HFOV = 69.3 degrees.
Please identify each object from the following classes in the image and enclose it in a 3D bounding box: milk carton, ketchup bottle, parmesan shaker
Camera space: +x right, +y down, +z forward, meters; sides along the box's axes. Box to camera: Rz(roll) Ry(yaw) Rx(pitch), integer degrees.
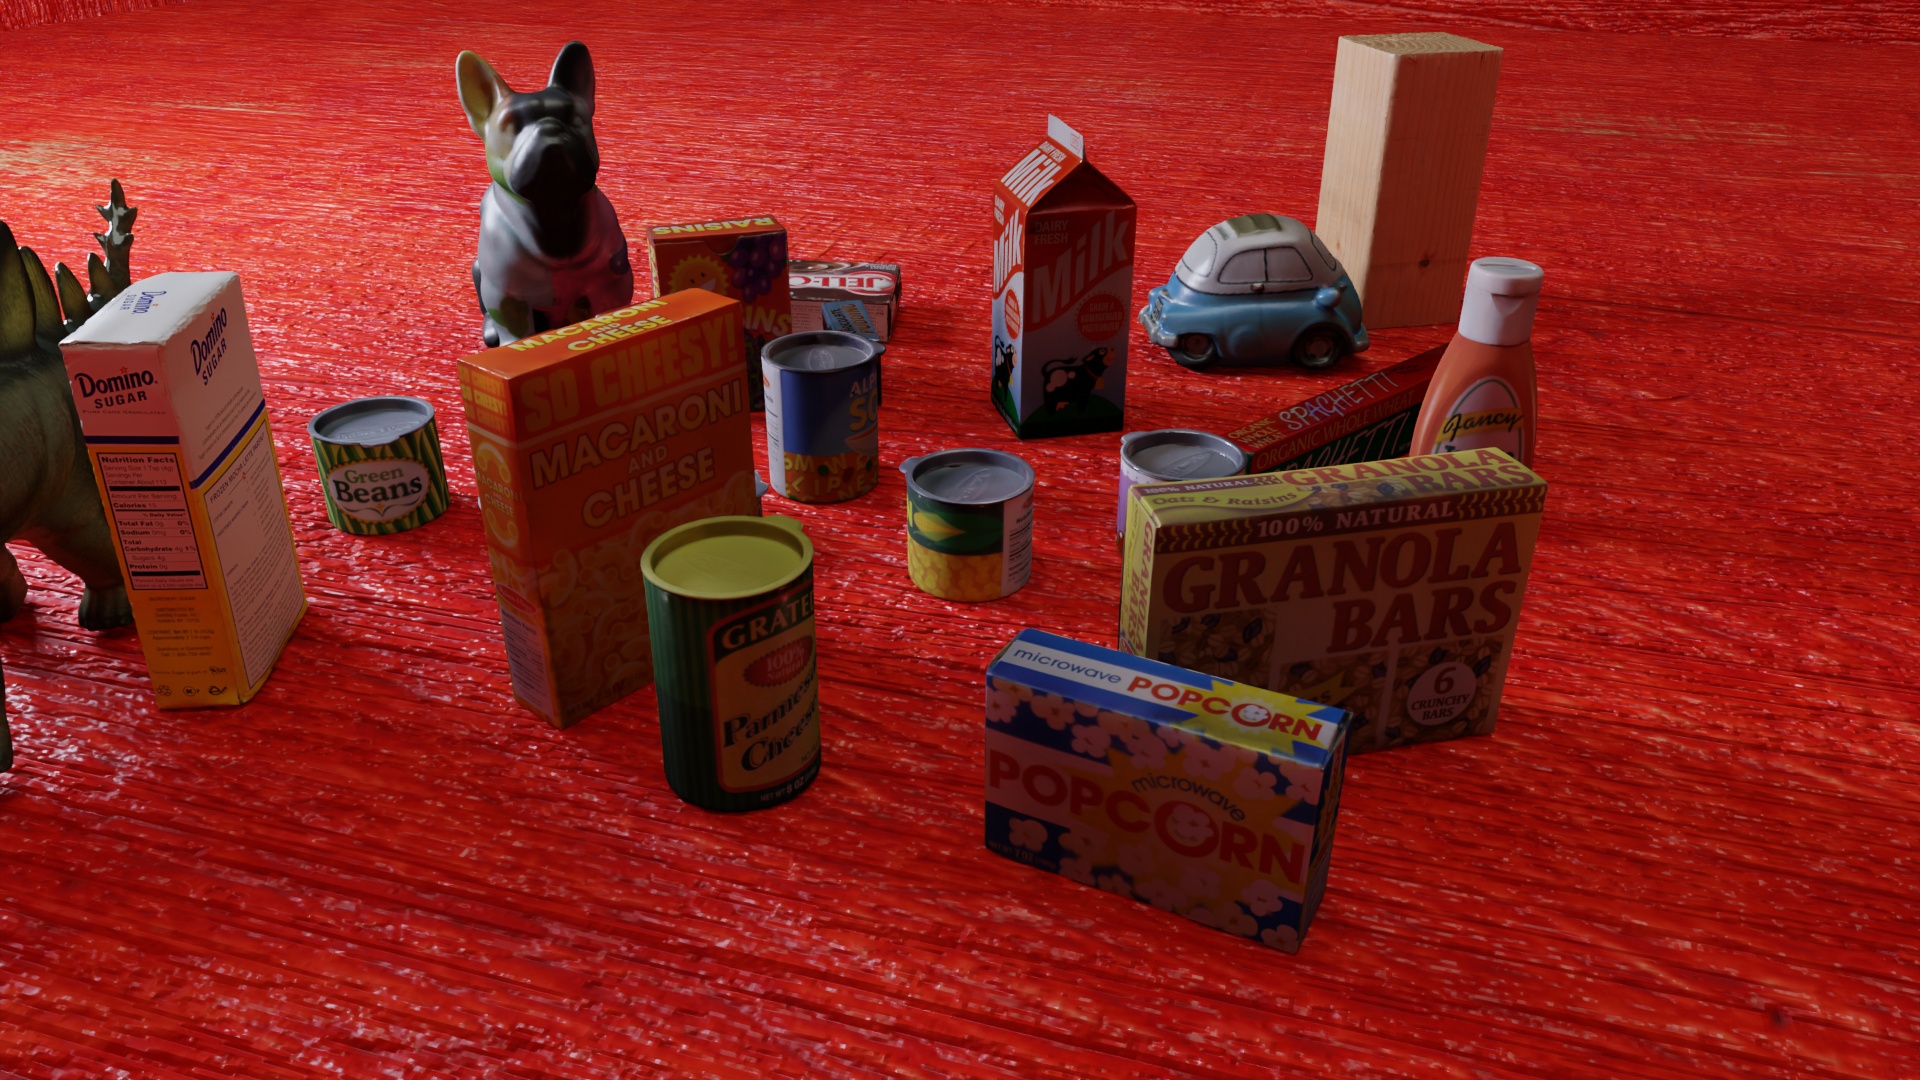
[{"bbox_3d":[0.063,-0.165,0.874,0.073,0.189,0.072,-7,29,-13],"label":"milk carton"},{"bbox_3d":[0.283,-0.078,0.756,0.065,0.148,0.044,4,28,8],"label":"ketchup bottle"},{"bbox_3d":[-0.089,0.049,0.564,0.071,0.102,0.071,0,28,0],"label":"parmesan shaker"}]

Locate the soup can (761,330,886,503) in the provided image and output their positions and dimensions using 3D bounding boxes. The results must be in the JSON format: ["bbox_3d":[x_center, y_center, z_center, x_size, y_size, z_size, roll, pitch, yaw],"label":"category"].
[{"bbox_3d":[-0.078,-0.073,0.812,0.071,0.083,0.072,0,28,0],"label":"soup can"}]

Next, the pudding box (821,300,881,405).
[{"bbox_3d":[-0.075,-0.129,0.953,0.030,0.049,0.084,-6,29,-11],"label":"pudding box"}]

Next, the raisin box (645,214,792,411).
[{"bbox_3d":[-0.155,-0.144,0.904,0.086,0.122,0.040,-9,29,-17],"label":"raisin box"}]

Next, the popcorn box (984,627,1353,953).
[{"bbox_3d":[0.072,0.089,0.509,0.127,0.084,0.038,13,31,23],"label":"popcorn box"}]

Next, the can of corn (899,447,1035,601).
[{"bbox_3d":[0.003,-0.009,0.721,0.071,0.058,0.071,0,28,0],"label":"can of corn"}]

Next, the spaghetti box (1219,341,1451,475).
[{"bbox_3d":[0.241,-0.069,0.842,0.251,0.050,0.029,-22,35,-35],"label":"spaghetti box"}]

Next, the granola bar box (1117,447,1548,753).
[{"bbox_3d":[0.149,0.031,0.578,0.166,0.123,0.039,-6,28,-12],"label":"granola bar box"}]

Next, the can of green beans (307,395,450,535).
[{"bbox_3d":[-0.326,-0.043,0.782,0.071,0.057,0.071,0,28,0],"label":"can of green beans"}]

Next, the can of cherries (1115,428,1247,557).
[{"bbox_3d":[0.116,-0.021,0.745,0.071,0.058,0.072,0,28,0],"label":"can of cherries"}]

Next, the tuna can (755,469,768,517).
[{"bbox_3d":[-0.139,-0.017,0.761,0.071,0.032,0.071,0,28,0],"label":"tuna can"}]

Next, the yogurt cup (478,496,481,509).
[{"bbox_3d":[-0.209,-0.004,0.714,0.072,0.053,0.073,0,28,0],"label":"yogurt cup"}]

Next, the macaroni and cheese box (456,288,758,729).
[{"bbox_3d":[-0.150,-0.017,0.620,0.040,0.165,0.124,21,34,34],"label":"macaroni and cheese box"}]
